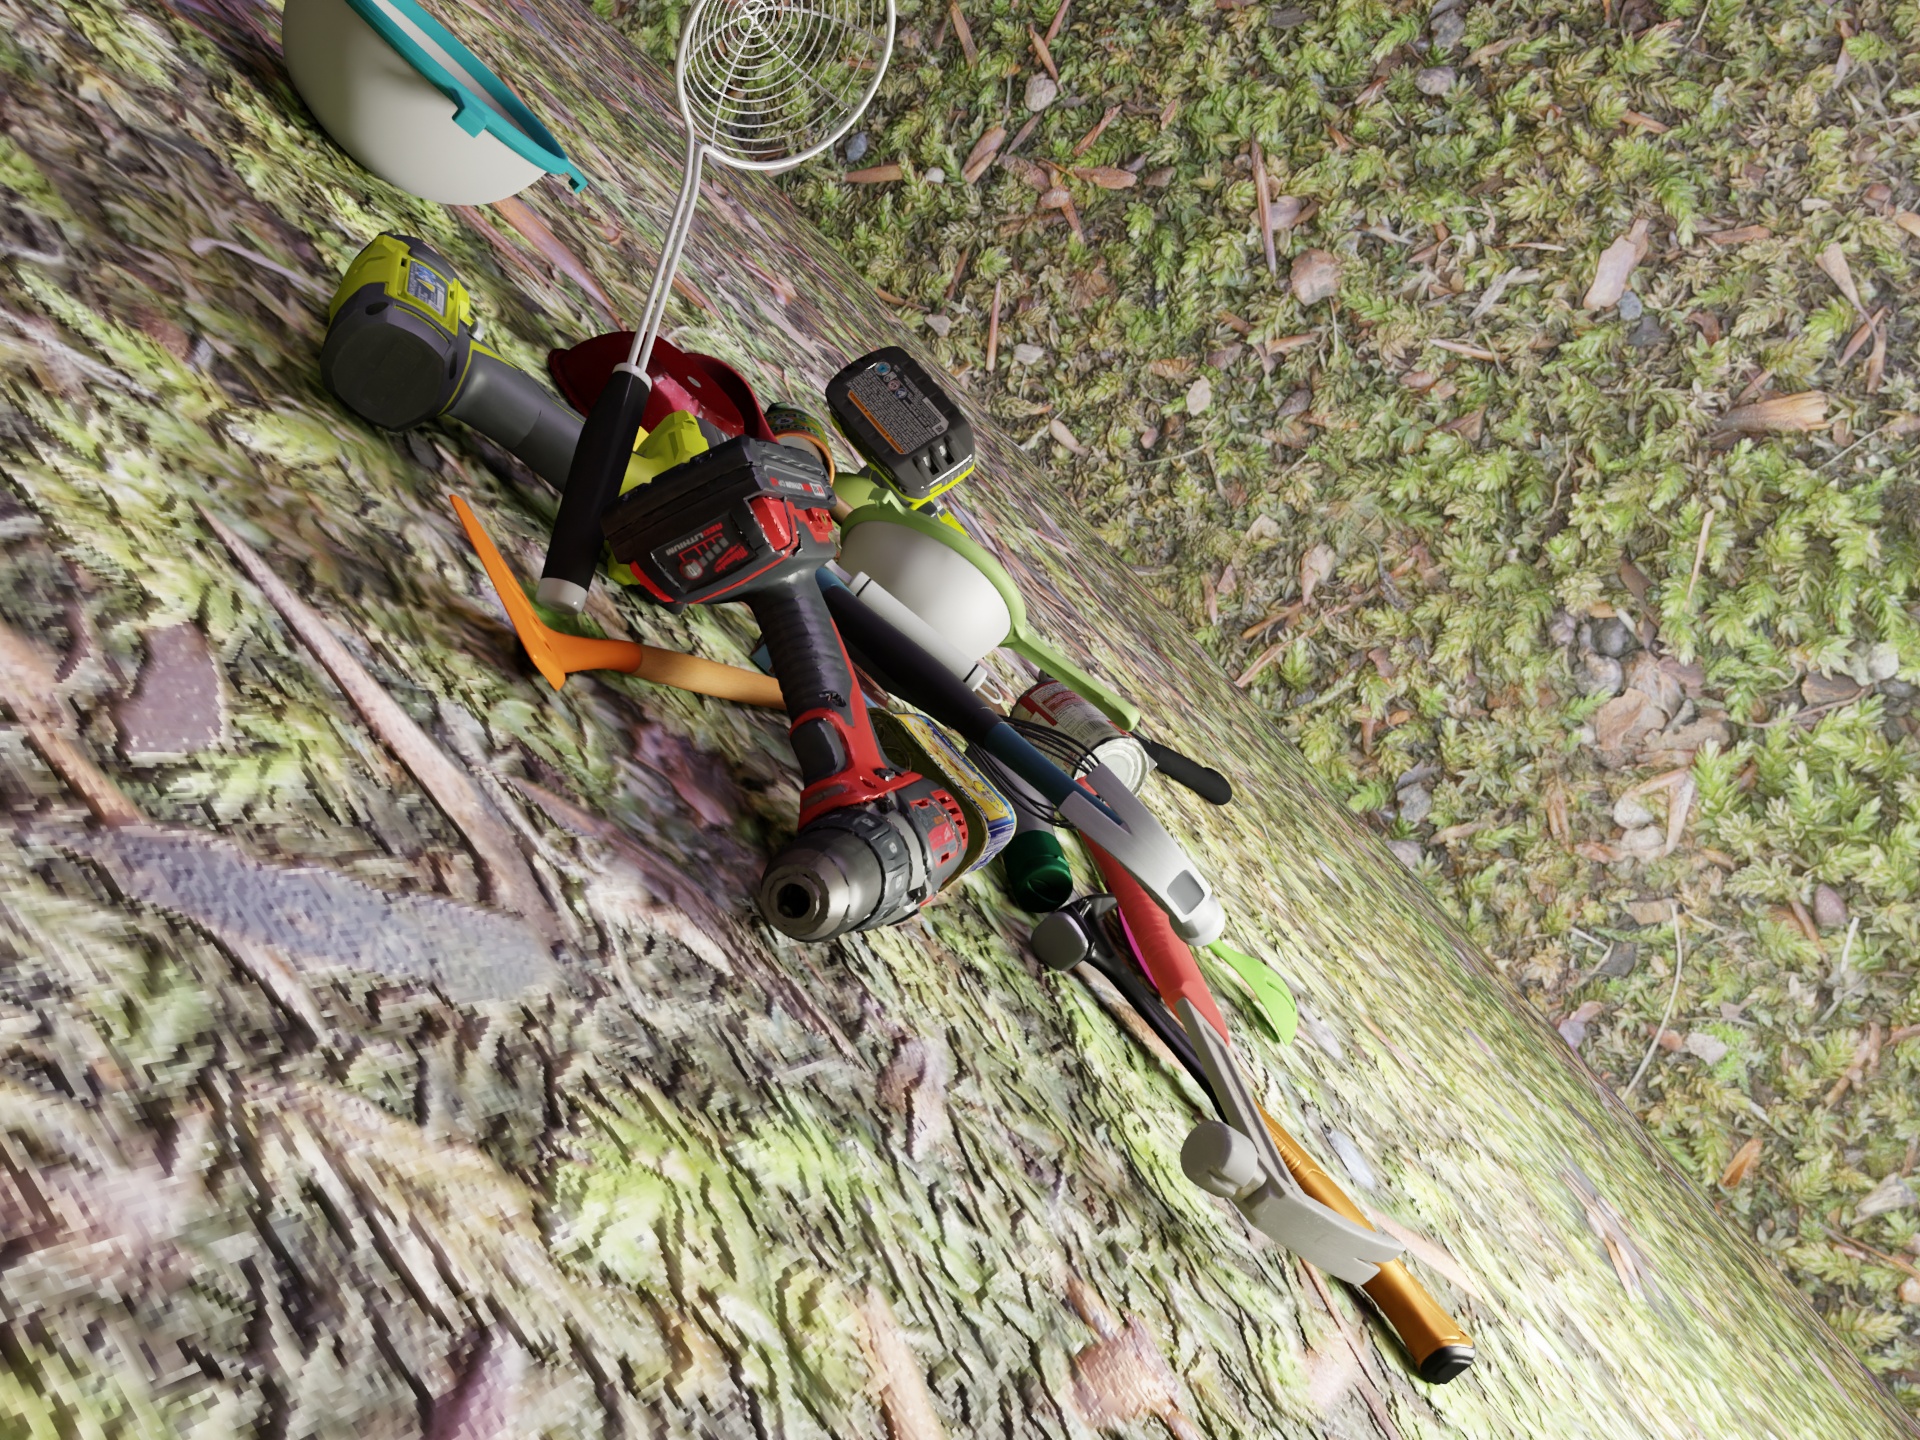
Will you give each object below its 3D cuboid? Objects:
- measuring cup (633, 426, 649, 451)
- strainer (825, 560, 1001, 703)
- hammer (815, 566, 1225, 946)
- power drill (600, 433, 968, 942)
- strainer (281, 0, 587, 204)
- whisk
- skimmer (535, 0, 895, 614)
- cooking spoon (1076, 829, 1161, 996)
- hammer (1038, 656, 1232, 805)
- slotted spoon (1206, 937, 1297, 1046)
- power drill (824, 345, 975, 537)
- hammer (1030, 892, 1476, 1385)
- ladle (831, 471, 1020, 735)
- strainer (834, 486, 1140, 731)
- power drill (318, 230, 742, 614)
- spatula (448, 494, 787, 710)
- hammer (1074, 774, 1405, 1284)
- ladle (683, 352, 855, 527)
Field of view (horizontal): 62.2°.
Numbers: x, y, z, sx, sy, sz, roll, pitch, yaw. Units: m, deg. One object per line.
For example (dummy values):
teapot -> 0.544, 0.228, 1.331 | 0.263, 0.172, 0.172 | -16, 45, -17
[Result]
measuring cup -> -0.170, -0.133, 0.984 | 0.156, 0.029, 0.062 | 42, 14, -7
strainer -> -0.076, -0.091, 1.043 | 0.258, 0.050, 0.087 | 38, 26, -2
hammer -> 0.014, 0.005, 0.912 | 0.331, 0.033, 0.128 | 39, -7, 34
power drill -> -0.077, -0.009, 0.719 | 0.227, 0.080, 0.188 | 66, 15, 1
strainer -> -0.419, -0.459, 1.064 | 0.340, 0.095, 0.211 | 44, 10, 0
whisk -> -0.001, -0.003, 1.000 | 0.239, 0.055, 0.055 | 33, 6, 27
skimmer -> -0.119, -0.219, 0.773 | 0.090, 0.363, 0.127 | 6, -18, 22
cooking spoon -> 0.105, 0.104, 1.151 | 0.068, 0.017, 0.319 | 44, 13, -28
hammer -> 0.201, 0.038, 1.608 | 0.334, 0.035, 0.146 | 27, 22, -55
slotted spoon -> 0.152, 0.130, 1.140 | 0.313, 0.031, 0.070 | 44, 13, -23
power drill -> -0.032, -0.189, 1.349 | 0.191, 0.080, 0.228 | 51, -11, 23
hammer -> 0.172, 0.237, 0.928 | 0.337, 0.034, 0.127 | 49, 15, 13
ladle -> -0.028, -0.069, 1.236 | 0.320, 0.062, 0.078 | 58, 10, 20
strainer -> 0.010, -0.051, 1.133 | 0.256, 0.069, 0.151 | 34, -23, -4
power drill -> -0.220, -0.164, 0.834 | 0.223, 0.080, 0.171 | 34, 18, -31
spatula -> -0.138, -0.031, 0.761 | 0.081, 0.041, 0.322 | 59, 15, 17
hammer -> 0.129, 0.150, 0.907 | 0.149, 0.036, 0.359 | 36, 18, -31
ladle -> -0.095, -0.161, 1.179 | 0.315, 0.069, 0.031 | 40, 34, -9
